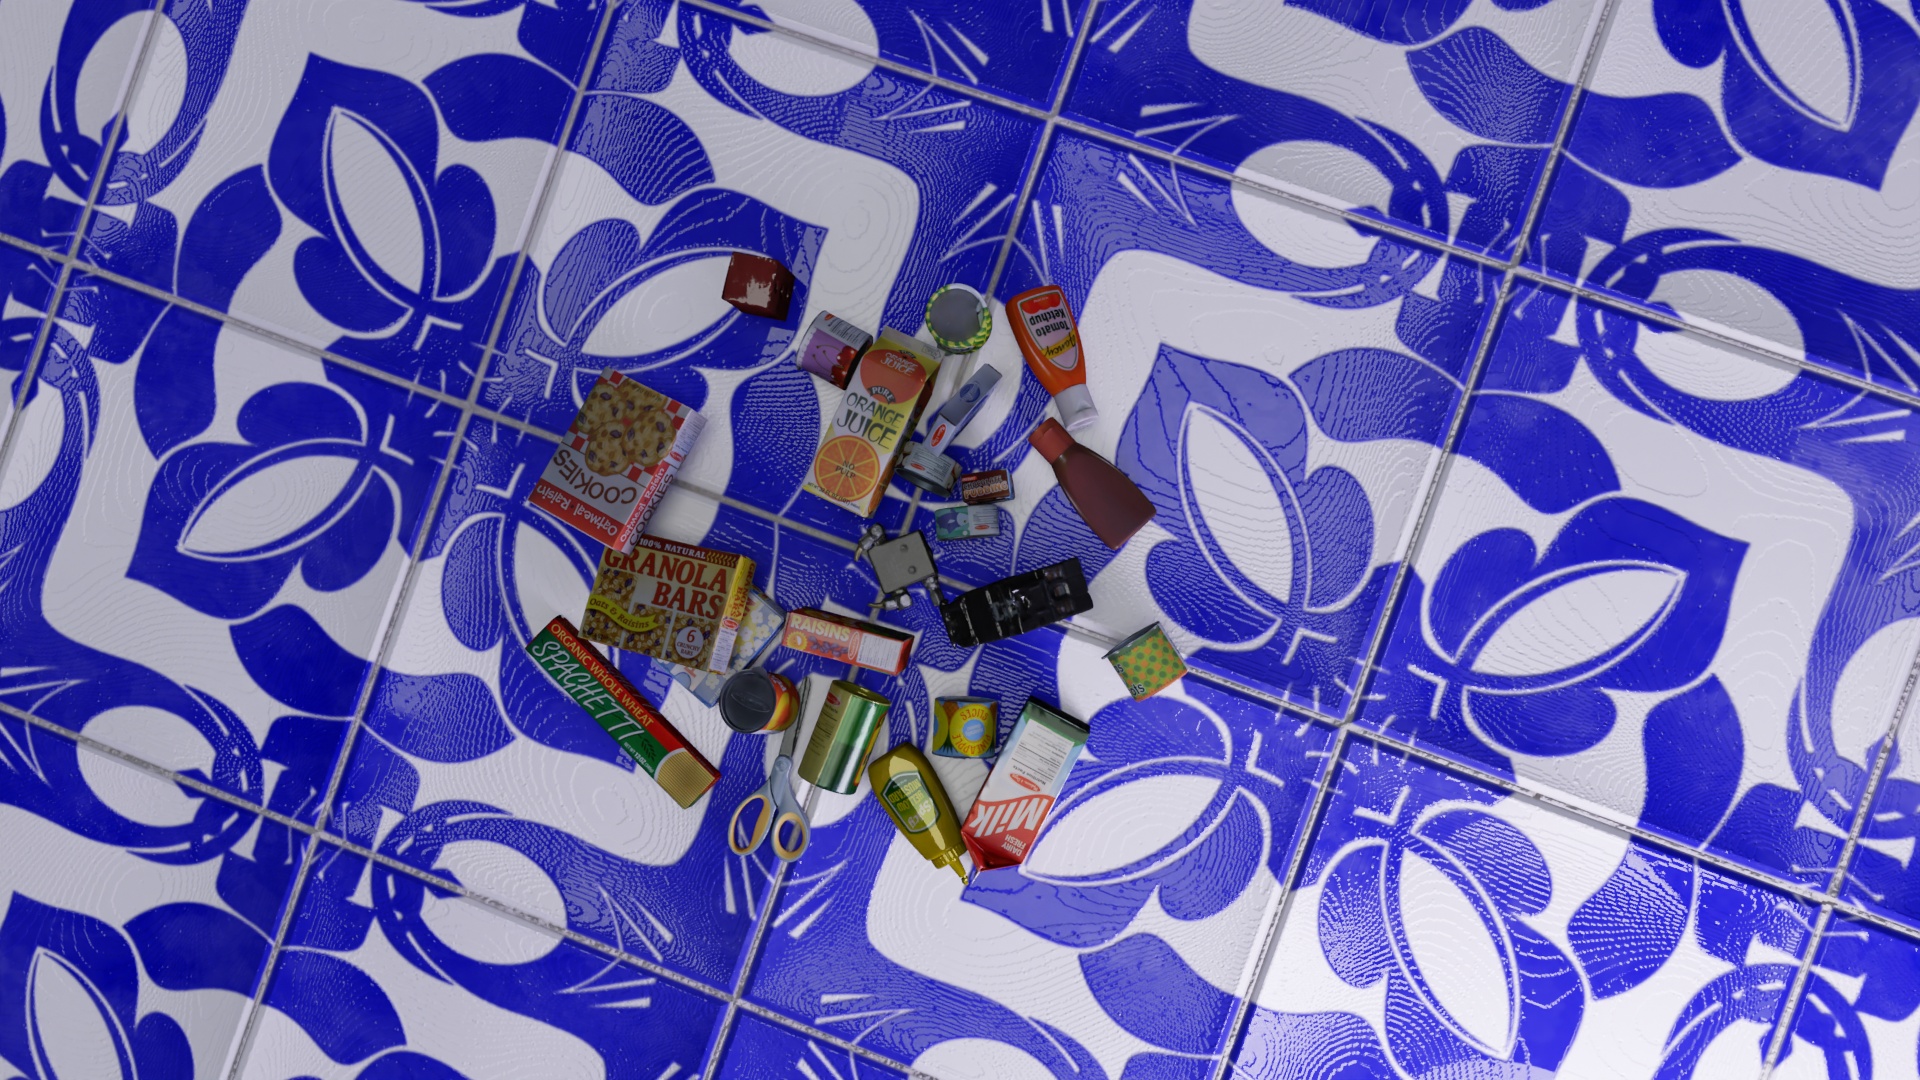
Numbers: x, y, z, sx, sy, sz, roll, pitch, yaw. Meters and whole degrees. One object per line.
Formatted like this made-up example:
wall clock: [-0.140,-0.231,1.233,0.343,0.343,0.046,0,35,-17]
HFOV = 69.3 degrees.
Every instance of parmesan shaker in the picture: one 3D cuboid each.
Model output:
parmesan shaker: [-0.122,0.204,1.447,0.071,0.071,0.103,22,92,5]

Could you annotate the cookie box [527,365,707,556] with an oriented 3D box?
cookie box: [-0.361,-0.083,1.464,0.123,0.040,0.167,27,84,22]

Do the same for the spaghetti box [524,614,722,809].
spaghetti box: [-0.362,0.183,1.487,0.250,0.028,0.050,44,92,4]

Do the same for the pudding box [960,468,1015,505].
pudding box: [0.029,-0.054,1.428,0.050,0.084,0.030,-7,88,6]

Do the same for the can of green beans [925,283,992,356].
can of green beans: [-0.002,-0.230,1.448,0.071,0.058,0.071,0,89,6]

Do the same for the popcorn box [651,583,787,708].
popcorn box: [-0.253,0.102,1.474,0.085,0.038,0.126,40,93,4]

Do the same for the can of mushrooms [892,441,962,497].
can of mushrooms: [-0.034,-0.074,1.444,0.071,0.071,0.033,24,81,5]

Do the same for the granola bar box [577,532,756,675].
granola bar box: [-0.307,0.061,1.448,0.165,0.039,0.124,11,81,22]

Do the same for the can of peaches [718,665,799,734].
can of peaches: [-0.209,0.167,1.452,0.071,0.058,0.071,-3,79,18]

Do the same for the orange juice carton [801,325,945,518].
orange juice carton: [-0.088,-0.124,1.446,0.072,0.073,0.192,26,91,6]

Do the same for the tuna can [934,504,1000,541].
tuna can: [0.005,-0.018,1.440,0.071,0.071,0.033,-5,88,5]

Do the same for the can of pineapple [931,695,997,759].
can of pineapple: [0.005,0.192,1.433,0.071,0.071,0.058,3,89,5]

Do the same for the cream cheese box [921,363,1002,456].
cream cheese box: [0.001,-0.134,1.421,0.024,0.053,0.104,37,48,3]

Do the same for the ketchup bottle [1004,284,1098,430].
ketchup bottle: [0.100,-0.187,1.435,0.065,0.043,0.149,-18,80,-17]

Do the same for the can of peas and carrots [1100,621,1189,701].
can of peas and carrots: [0.189,0.125,1.418,0.071,0.071,0.059,-33,87,4]

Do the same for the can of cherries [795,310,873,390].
can of cherries: [-0.133,-0.197,1.457,0.058,0.071,0.071,28,92,4]

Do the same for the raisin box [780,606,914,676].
raisin box: [-0.115,0.103,1.437,0.123,0.086,0.040,14,92,5]

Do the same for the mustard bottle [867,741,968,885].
mustard bottle: [-0.034,0.289,1.444,0.065,0.049,0.160,-34,86,6]

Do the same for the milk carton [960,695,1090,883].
milk carton: [0.058,0.261,1.425,0.073,0.072,0.190,28,90,5]

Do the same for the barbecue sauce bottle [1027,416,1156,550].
barbecue sauce bottle: [0.132,-0.063,1.439,0.065,0.043,0.148,-42,85,-6]
